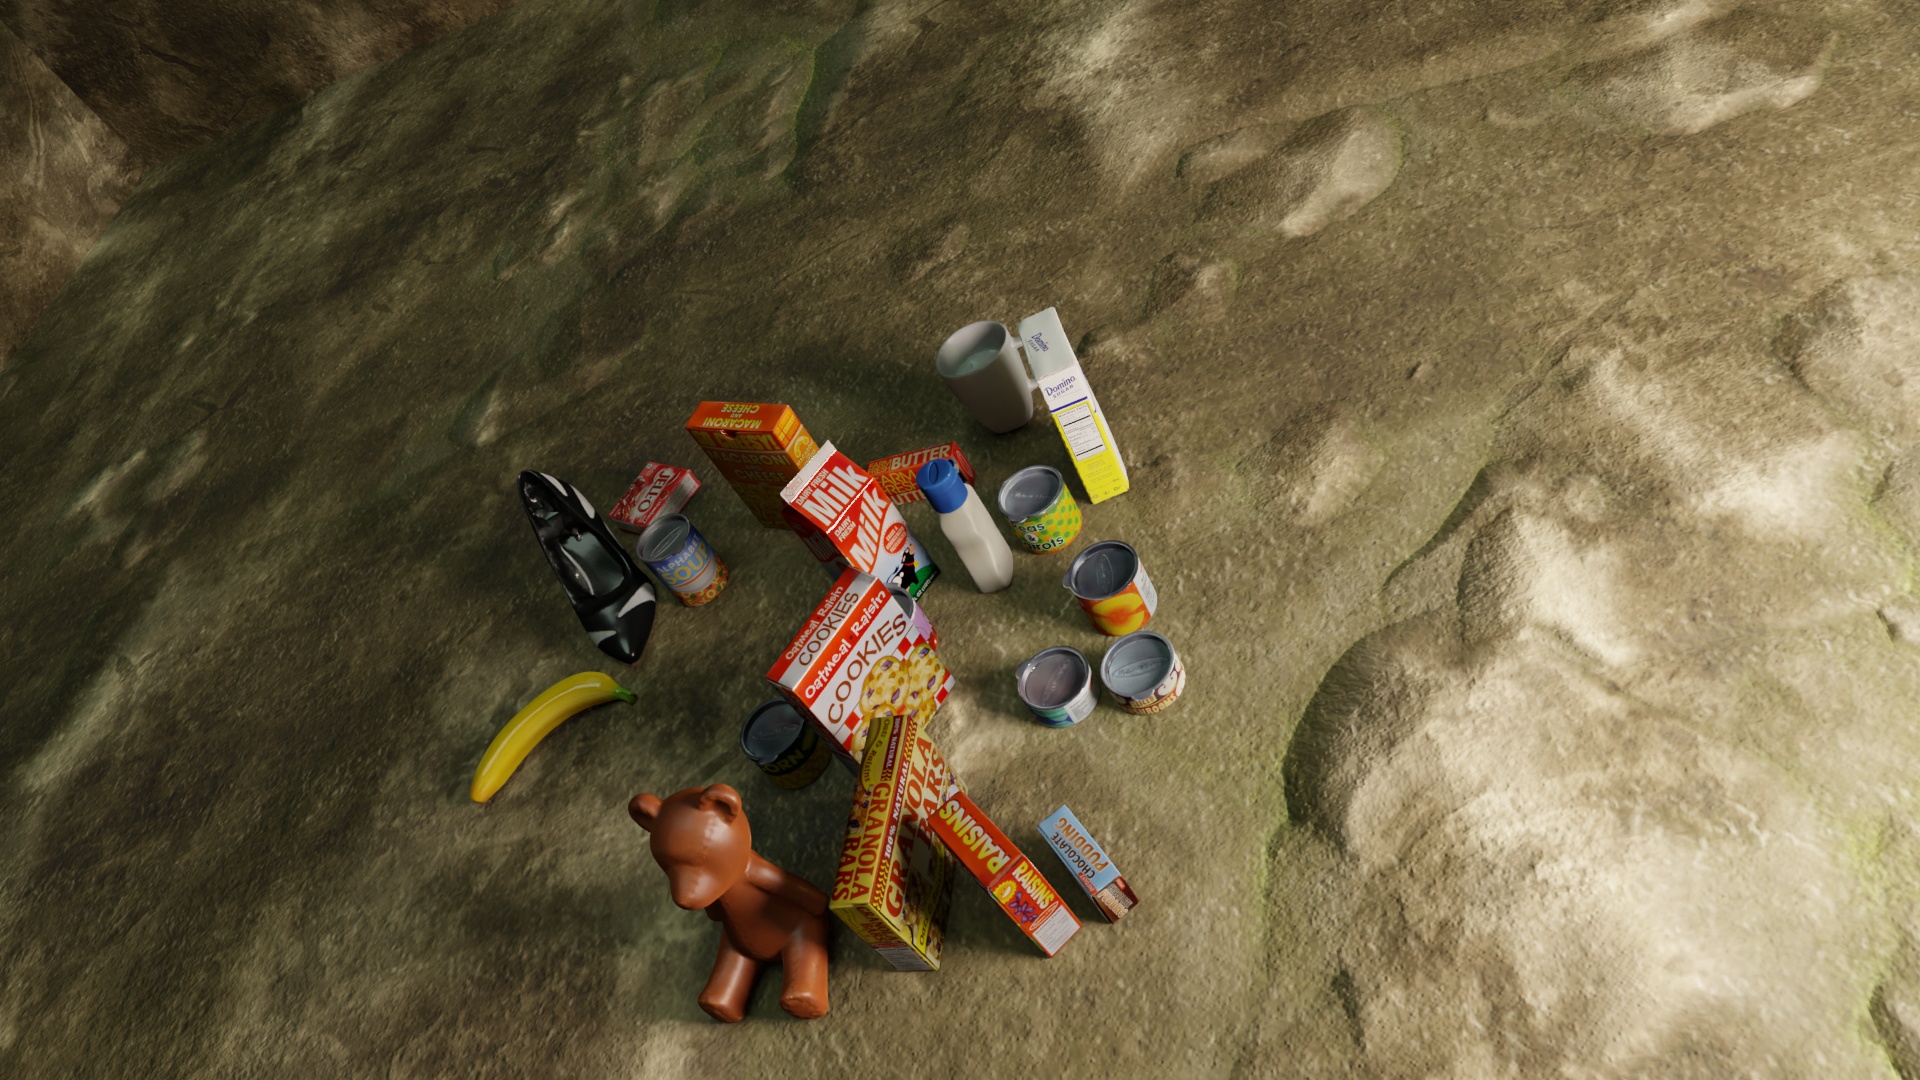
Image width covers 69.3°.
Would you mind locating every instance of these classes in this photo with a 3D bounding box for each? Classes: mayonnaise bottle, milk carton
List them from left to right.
[{"bbox_3d":[-0.103,-0.010,1.323,0.073,0.189,0.072,21,65,41],"label":"milk carton"},{"bbox_3d":[0.005,-0.016,1.298,0.041,0.147,0.065,-18,45,16],"label":"mayonnaise bottle"}]

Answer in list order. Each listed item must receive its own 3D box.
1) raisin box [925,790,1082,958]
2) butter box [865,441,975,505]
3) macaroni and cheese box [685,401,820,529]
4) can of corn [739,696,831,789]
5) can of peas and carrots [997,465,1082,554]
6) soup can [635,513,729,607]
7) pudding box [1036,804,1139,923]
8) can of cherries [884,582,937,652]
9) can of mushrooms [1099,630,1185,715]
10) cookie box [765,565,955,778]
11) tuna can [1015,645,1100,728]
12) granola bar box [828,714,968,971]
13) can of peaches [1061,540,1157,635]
[{"bbox_3d":[0.033,0.254,1.054,0.040,0.123,0.086,-42,43,-9],"label":"raisin box"},{"bbox_3d":[-0.042,-0.068,1.441,0.103,0.053,0.024,-12,47,21],"label":"butter box"},{"bbox_3d":[-0.193,-0.074,1.452,0.123,0.166,0.040,6,55,34],"label":"macaroni and cheese box"},{"bbox_3d":[-0.160,0.189,1.274,0.071,0.058,0.071,-16,45,17],"label":"can of corn"},{"bbox_3d":[0.076,-0.027,1.331,0.071,0.058,0.071,-16,45,17],"label":"can of peas and carrots"},{"bbox_3d":[-0.295,0.023,1.484,0.071,0.083,0.072,-16,45,17],"label":"soup can"},{"bbox_3d":[0.098,0.250,1.074,0.030,0.049,0.084,-38,43,-5],"label":"pudding box"},{"bbox_3d":[-0.061,0.084,1.310,0.071,0.058,0.072,-16,45,17],"label":"can of cherries"},{"bbox_3d":[0.155,0.114,1.176,0.071,0.033,0.071,-16,45,17],"label":"can of mushrooms"},{"bbox_3d":[-0.084,0.121,1.211,0.040,0.166,0.123,16,62,39],"label":"cookie box"},{"bbox_3d":[0.084,0.127,1.206,0.071,0.032,0.071,-16,45,17],"label":"tuna can"},{"bbox_3d":[-0.045,0.241,1.110,0.039,0.123,0.166,-9,48,24],"label":"granola bar box"},{"bbox_3d":[0.133,0.043,1.234,0.071,0.058,0.071,-16,45,17],"label":"can of peaches"}]
